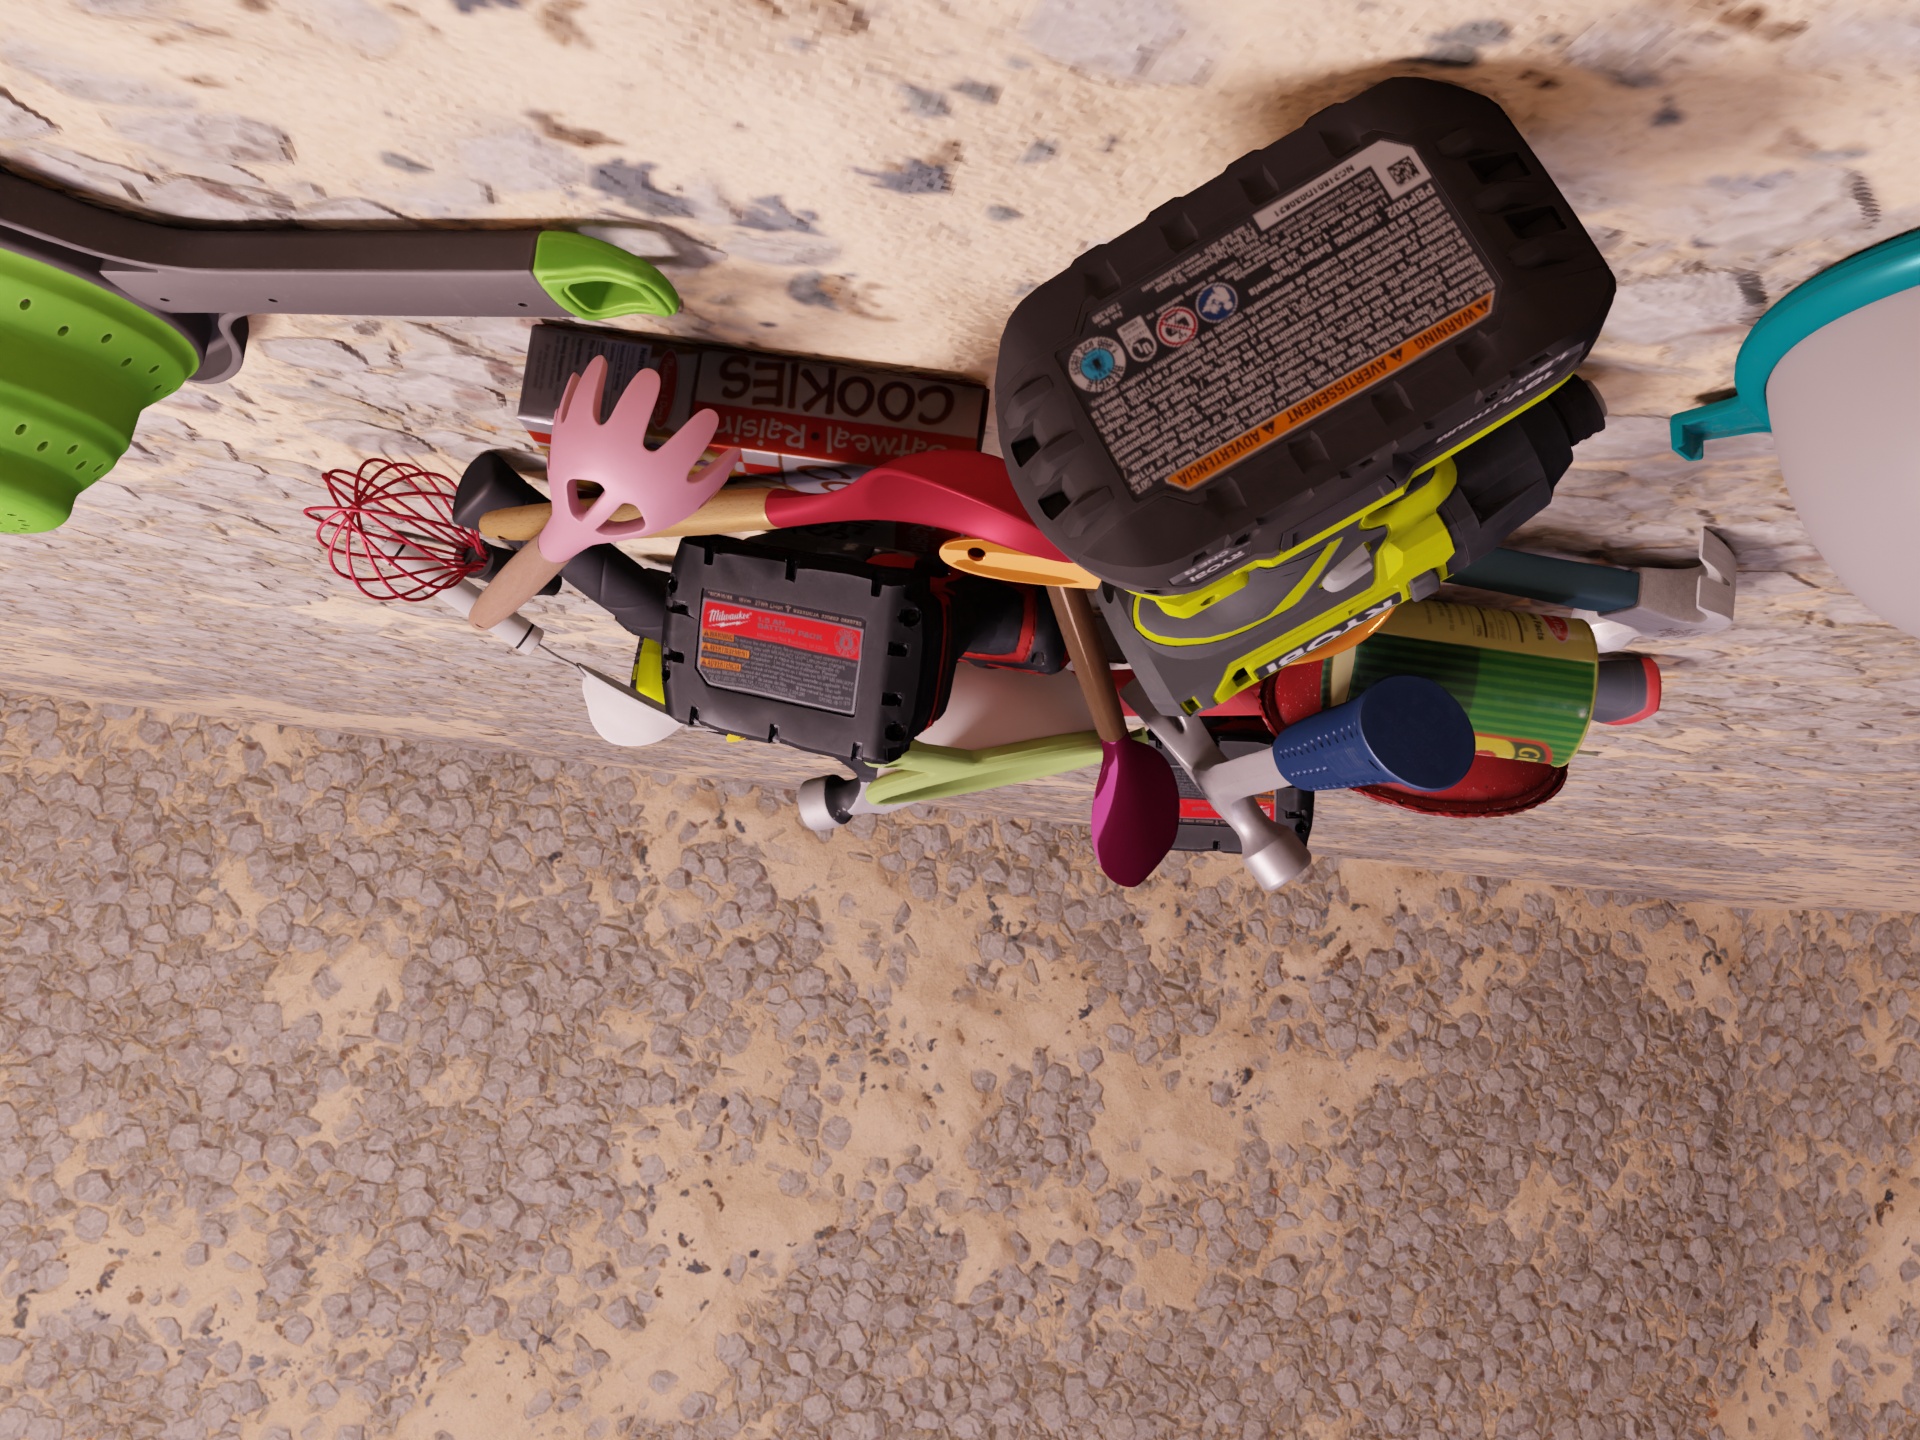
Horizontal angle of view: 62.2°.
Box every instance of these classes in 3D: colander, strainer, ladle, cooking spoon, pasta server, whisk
[{"bbox_3d":[-0.286,-0.115,0.532,0.397,0.094,0.204,5,173,15],"label":"colander"},{"bbox_3d":[-0.266,-0.045,1.003,0.258,0.050,0.087,36,176,-20],"label":"strainer"},{"bbox_3d":[-0.086,-0.078,0.603,0.315,0.031,0.069,4,165,39],"label":"ladle"},{"bbox_3d":[-0.001,-0.003,0.838,0.151,0.069,0.256,-14,172,17],"label":"strainer"},{"bbox_3d":[0.071,-0.009,0.798,0.017,0.069,0.318,30,157,35],"label":"cooking spoon"},{"bbox_3d":[0.388,-0.053,0.431,0.340,0.095,0.211,8,173,0],"label":"strainer"},{"bbox_3d":[-0.162,-0.071,0.634,0.060,0.040,0.316,33,162,-19],"label":"pasta server"},{"bbox_3d":[-0.276,-0.092,0.881,0.073,0.073,0.296,6,179,4],"label":"whisk"}]

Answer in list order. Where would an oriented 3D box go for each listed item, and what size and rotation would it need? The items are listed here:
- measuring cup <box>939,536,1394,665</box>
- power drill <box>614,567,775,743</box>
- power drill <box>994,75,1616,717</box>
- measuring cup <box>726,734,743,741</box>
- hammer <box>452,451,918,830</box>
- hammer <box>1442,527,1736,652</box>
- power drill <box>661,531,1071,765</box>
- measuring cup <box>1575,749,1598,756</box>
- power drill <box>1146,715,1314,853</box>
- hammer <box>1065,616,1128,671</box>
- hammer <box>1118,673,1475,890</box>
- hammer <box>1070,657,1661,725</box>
[{"bbox_3d":[0.081,-0.073,0.612,0.173,0.052,0.095,5,139,5],"label":"measuring cup"},{"bbox_3d":[-0.147,-0.045,1.050,0.190,0.080,0.228,13,169,-19],"label":"power drill"},{"bbox_3d":[0.107,-0.075,0.449,0.171,0.080,0.223,-29,165,11],"label":"power drill"},{"bbox_3d":[-0.086,-0.002,0.884,0.062,0.029,0.156,-10,169,-40],"label":"measuring cup"},{"bbox_3d":[-0.130,-0.033,0.907,0.149,0.036,0.408,-14,149,26],"label":"hammer"},{"bbox_3d":[0.188,-0.074,0.694,0.331,0.033,0.128,8,173,-15],"label":"hammer"},{"bbox_3d":[-0.056,-0.052,0.750,0.188,0.080,0.226,12,-166,18],"label":"power drill"},{"bbox_3d":[0.382,0.001,1.099,0.167,0.038,0.083,8,173,-29],"label":"measuring cup"},{"bbox_3d":[0.202,0.025,1.103,0.143,0.078,0.219,2,-167,18],"label":"power drill"},{"bbox_3d":[0.070,-0.028,1.145,0.149,0.037,0.359,7,172,-1],"label":"hammer"},{"bbox_3d":[0.146,0.016,0.725,0.035,0.144,0.405,-37,176,-3],"label":"hammer"},{"bbox_3d":[0.209,-0.027,0.934,0.386,0.038,0.143,-1,142,7],"label":"hammer"}]
